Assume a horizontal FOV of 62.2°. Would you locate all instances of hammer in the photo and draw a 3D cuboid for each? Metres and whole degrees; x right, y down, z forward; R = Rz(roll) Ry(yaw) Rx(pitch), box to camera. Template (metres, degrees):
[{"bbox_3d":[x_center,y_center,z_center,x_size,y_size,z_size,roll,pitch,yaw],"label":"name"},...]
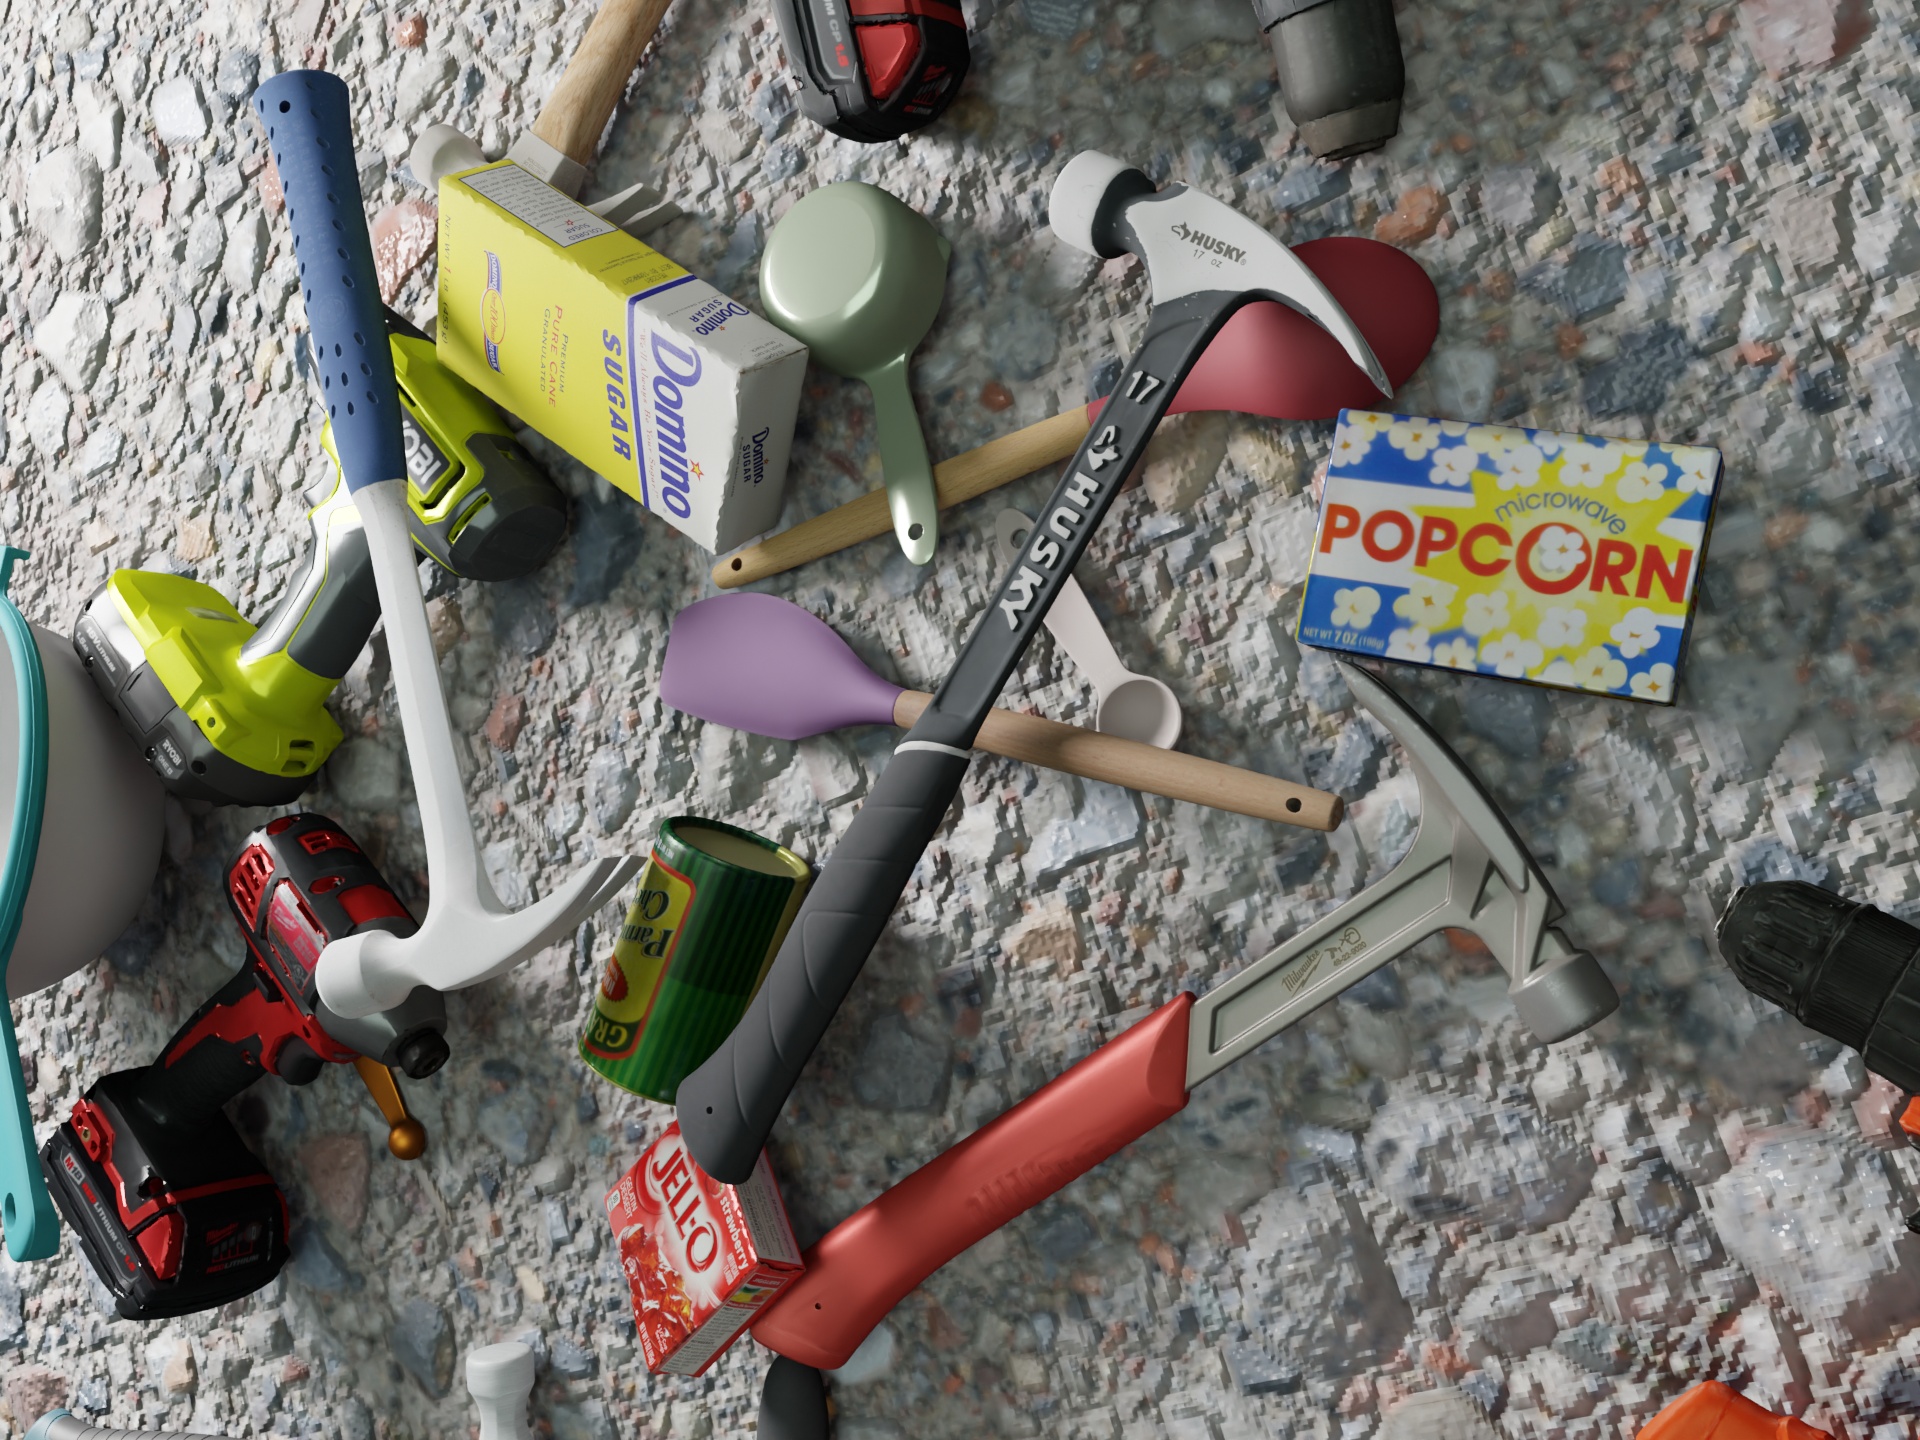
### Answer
[{"bbox_3d":[-0.239,-0.089,0.674,0.144,0.035,0.406,-17,80,16],"label":"hammer"},{"bbox_3d":[-0.120,-0.352,0.699,0.130,0.031,0.331,38,103,21],"label":"hammer"},{"bbox_3d":[0.051,0.136,0.605,0.359,0.036,0.149,-38,74,18],"label":"hammer"},{"bbox_3d":[0.004,-0.002,0.590,0.149,0.036,0.409,35,101,31],"label":"hammer"},{"bbox_3d":[-0.339,0.367,0.774,0.331,0.033,0.128,-8,84,24],"label":"hammer"}]

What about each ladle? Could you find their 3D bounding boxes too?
[{"bbox_3d":[0.030,-0.109,0.628,0.315,0.031,0.069,-19,76,24],"label":"ladle"}]

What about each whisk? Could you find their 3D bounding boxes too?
[{"bbox_3d":[-0.070,0.402,0.642,0.070,0.070,0.285,-4,83,24],"label":"whisk"}]

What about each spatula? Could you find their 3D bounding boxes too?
[{"bbox_3d":[-0.001,-0.002,0.624,0.316,0.018,0.060,15,92,32],"label":"spatula"}]

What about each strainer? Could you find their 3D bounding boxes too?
[{"bbox_3d":[-0.433,0.096,0.767,0.211,0.095,0.341,-45,58,26],"label":"strainer"}]

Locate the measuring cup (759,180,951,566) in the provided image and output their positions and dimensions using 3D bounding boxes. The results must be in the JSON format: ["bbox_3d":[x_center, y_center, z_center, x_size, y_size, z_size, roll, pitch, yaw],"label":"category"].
[{"bbox_3d":[-0.038,-0.141,0.638,0.083,0.038,0.168,-21,70,24],"label":"measuring cup"}]

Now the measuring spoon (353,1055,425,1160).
[{"bbox_3d":[-0.291,0.161,0.770,0.021,0.011,0.117,-38,74,18],"label":"measuring spoon"}]

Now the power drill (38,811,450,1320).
[{"bbox_3d":[-0.326,0.167,0.745,0.143,0.078,0.219,44,105,23],"label":"power drill"}]

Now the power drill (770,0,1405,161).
[{"bbox_3d":[0.048,-0.281,0.589,0.227,0.080,0.188,-10,103,23],"label":"power drill"}]

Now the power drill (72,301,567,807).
[{"bbox_3d":[-0.308,-0.082,0.753,0.223,0.080,0.171,-45,73,12],"label":"power drill"}]

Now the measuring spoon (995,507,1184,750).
[{"bbox_3d":[0.049,-0.035,0.626,0.034,0.018,0.124,-38,67,18],"label":"measuring spoon"}]
